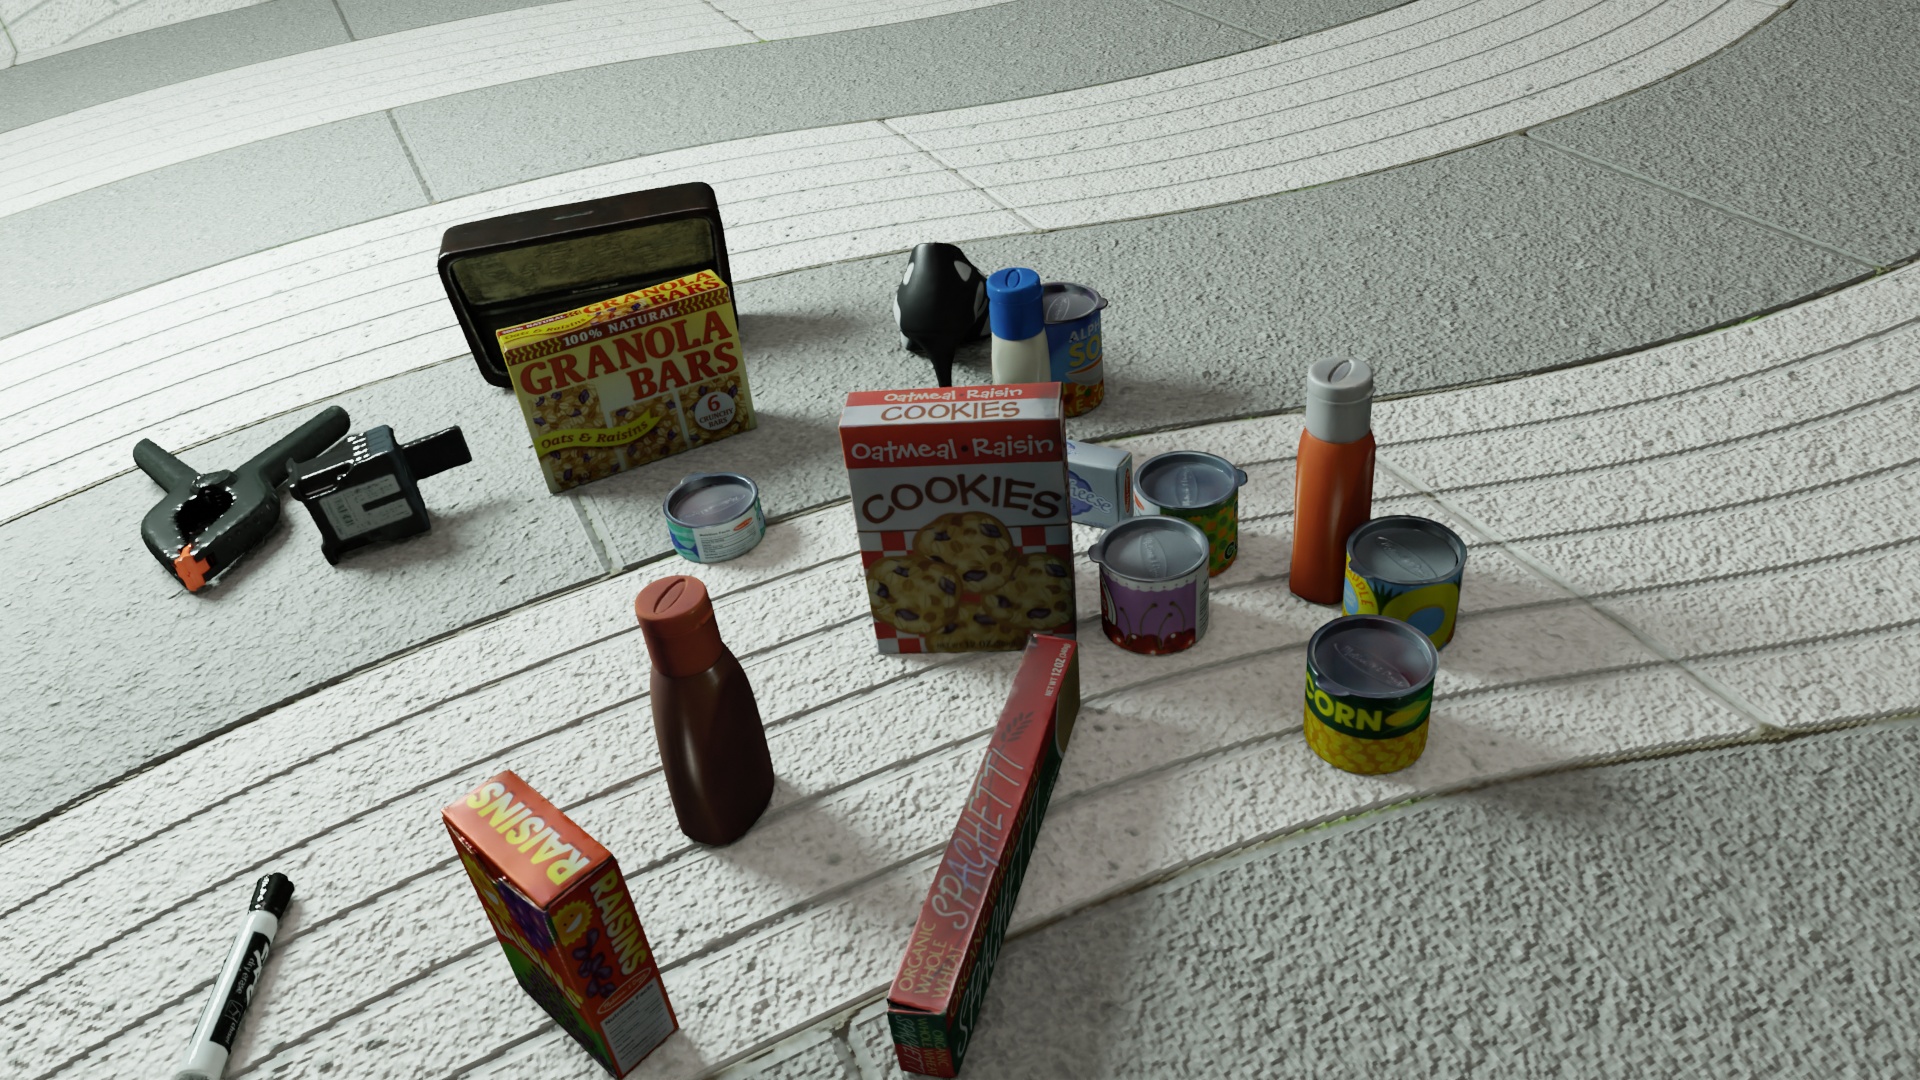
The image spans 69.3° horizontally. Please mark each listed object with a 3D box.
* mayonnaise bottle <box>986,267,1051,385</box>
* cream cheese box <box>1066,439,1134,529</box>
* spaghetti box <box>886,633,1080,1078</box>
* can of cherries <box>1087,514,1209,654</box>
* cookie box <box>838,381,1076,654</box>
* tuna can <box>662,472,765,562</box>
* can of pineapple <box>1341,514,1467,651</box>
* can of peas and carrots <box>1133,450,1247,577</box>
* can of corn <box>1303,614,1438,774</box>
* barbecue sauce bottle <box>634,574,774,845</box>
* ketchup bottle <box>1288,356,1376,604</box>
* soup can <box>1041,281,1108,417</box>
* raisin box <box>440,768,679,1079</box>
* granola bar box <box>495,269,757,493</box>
[{"bbox_3d":[0.042,-0.115,0.965,0.041,0.147,0.065,-1,36,8],"label":"mayonnaise bottle"},{"bbox_3d":[0.065,-0.042,0.941,0.104,0.053,0.024,14,41,26],"label":"cream cheese box"},{"bbox_3d":[0.018,0.146,0.694,0.029,0.050,0.251,6,38,17],"label":"spaghetti box"},{"bbox_3d":[0.114,0.026,0.835,0.071,0.058,0.072,-4,36,3],"label":"can of cherries"},{"bbox_3d":[0.003,-0.010,0.811,0.123,0.166,0.040,-2,36,7],"label":"cookie box"},{"bbox_3d":[-0.171,-0.017,0.963,0.071,0.032,0.071,-4,36,3],"label":"tuna can"},{"bbox_3d":[0.256,0.027,0.811,0.071,0.057,0.071,-4,36,3],"label":"can of pineapple"},{"bbox_3d":[0.147,-0.016,0.888,0.071,0.058,0.071,-4,36,3],"label":"can of peas and carrots"},{"bbox_3d":[0.216,0.083,0.740,0.071,0.058,0.071,-4,36,3],"label":"can of corn"},{"bbox_3d":[-0.133,0.086,0.717,0.044,0.147,0.065,8,38,19],"label":"barbecue sauce bottle"},{"bbox_3d":[0.223,-0.036,0.827,0.043,0.148,0.065,16,42,28],"label":"ketchup bottle"},{"bbox_3d":[0.078,-0.144,1.052,0.071,0.083,0.072,-4,36,3],"label":"soup can"},{"bbox_3d":[-0.180,0.173,0.627,0.086,0.122,0.040,26,47,37],"label":"raisin box"},{"bbox_3d":[-0.245,-0.119,1.037,0.166,0.123,0.039,-20,38,-18],"label":"granola bar box"}]
